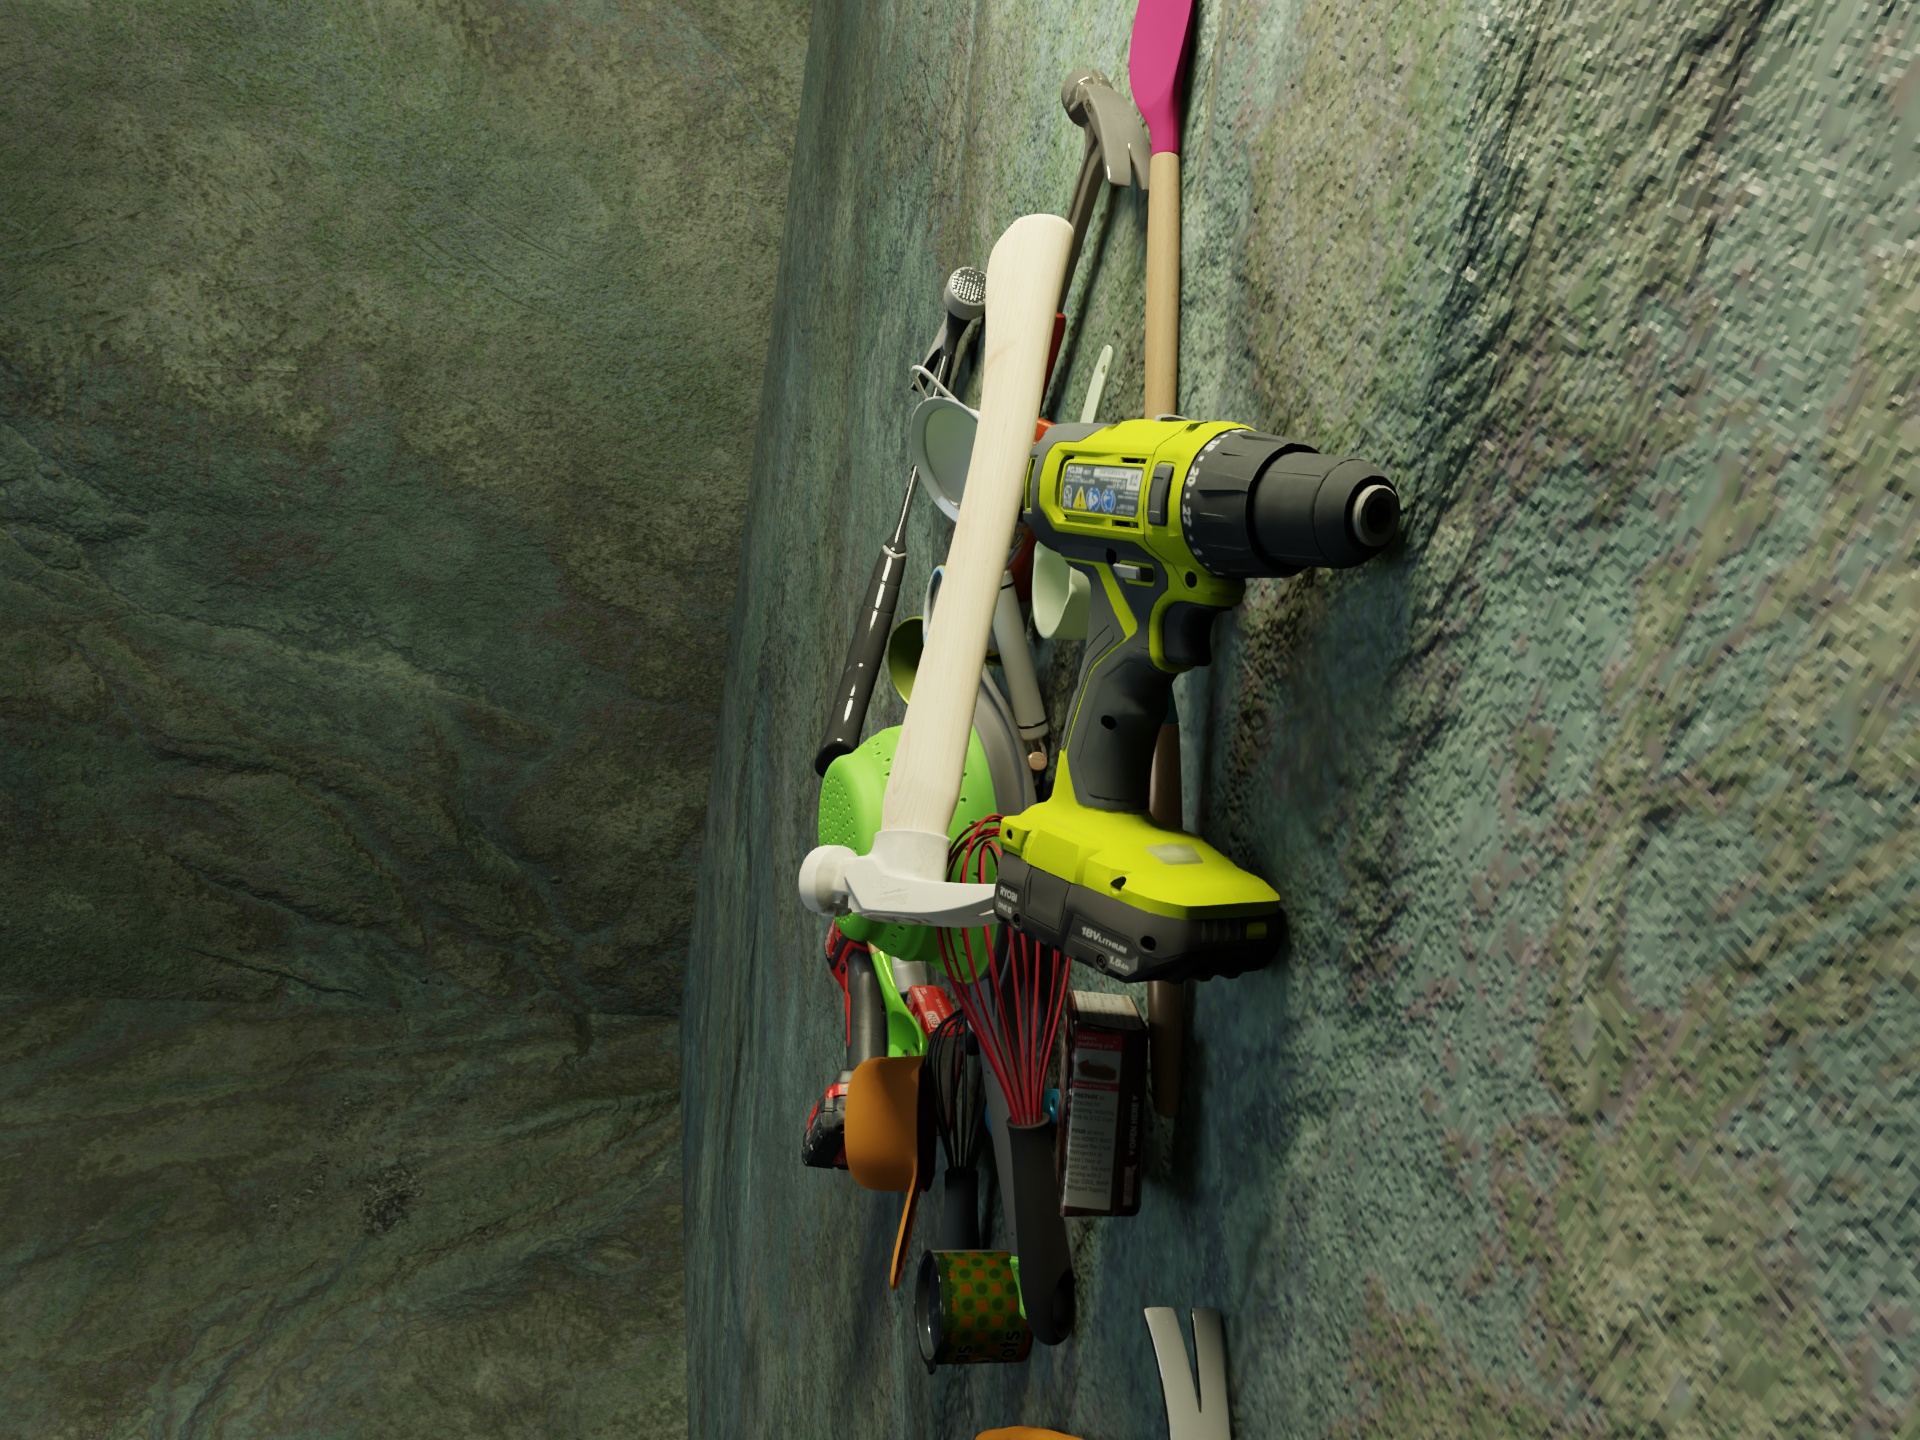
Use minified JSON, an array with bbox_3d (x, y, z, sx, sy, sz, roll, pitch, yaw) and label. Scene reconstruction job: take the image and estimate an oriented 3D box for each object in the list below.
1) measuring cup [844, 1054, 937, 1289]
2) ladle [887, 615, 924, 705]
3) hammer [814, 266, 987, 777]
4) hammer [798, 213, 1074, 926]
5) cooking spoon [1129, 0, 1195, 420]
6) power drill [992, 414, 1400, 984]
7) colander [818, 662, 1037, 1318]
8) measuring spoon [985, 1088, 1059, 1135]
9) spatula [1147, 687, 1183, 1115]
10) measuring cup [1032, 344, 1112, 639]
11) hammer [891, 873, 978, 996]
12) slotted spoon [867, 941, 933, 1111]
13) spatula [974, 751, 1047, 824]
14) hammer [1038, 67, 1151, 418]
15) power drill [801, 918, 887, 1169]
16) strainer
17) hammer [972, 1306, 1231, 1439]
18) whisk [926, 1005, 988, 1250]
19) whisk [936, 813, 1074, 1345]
[{"bbox_3d":[-0.051,0.288,1.013,0.174,0.052,0.095,-78,-16,-57],"label":"measuring cup"},{"bbox_3d":[-0.002,-0.003,1.089,0.320,0.062,0.078,-117,25,-70],"label":"ladle"},{"bbox_3d":[-0.049,-0.146,1.235,0.149,0.036,0.409,127,158,-68],"label":"hammer"},{"bbox_3d":[0.017,-0.092,0.853,0.146,0.038,0.411,-3,68,40],"label":"hammer"},{"bbox_3d":[0.108,-0.274,0.845,0.069,0.017,0.319,161,113,-65],"label":"cooking spoon"},{"bbox_3d":[0.091,-0.012,0.666,0.191,0.080,0.228,18,104,55],"label":"power drill"},{"bbox_3d":[-0.018,0.152,0.940,0.204,0.094,0.397,136,127,-66],"label":"colander"},{"bbox_3d":[0.037,0.236,0.962,0.128,0.021,0.042,128,144,-68],"label":"measuring spoon"},{"bbox_3d":[0.107,0.027,0.751,0.082,0.044,0.317,-177,87,-75],"label":"spatula"},{"bbox_3d":[0.077,-0.124,0.888,0.083,0.038,0.167,-115,34,-64],"label":"measuring cup"},{"bbox_3d":[-0.006,0.109,1.112,0.405,0.035,0.144,141,117,-69],"label":"hammer"},{"bbox_3d":[-0.063,0.151,1.188,0.070,0.031,0.314,-55,41,48],"label":"slotted spoon"},{"bbox_3d":[0.012,0.074,1.129,0.316,0.018,0.060,127,137,-67],"label":"spatula"},{"bbox_3d":[0.049,-0.223,1.035,0.149,0.036,0.358,-100,20,-46],"label":"hammer"},{"bbox_3d":[-0.086,0.263,1.356,0.143,0.078,0.220,116,158,-56],"label":"power drill"},{"bbox_3d":[0.022,-0.095,0.978,0.087,0.050,0.258,6,114,53],"label":"strainer"},{"bbox_3d":[0.060,0.370,0.801,0.336,0.034,0.127,123,148,-63],"label":"hammer"},{"bbox_3d":[0.003,0.300,1.044,0.055,0.055,0.239,-155,66,-76],"label":"whisk"},{"bbox_3d":[0.035,0.195,0.852,0.073,0.073,0.296,-157,59,-76],"label":"whisk"}]
